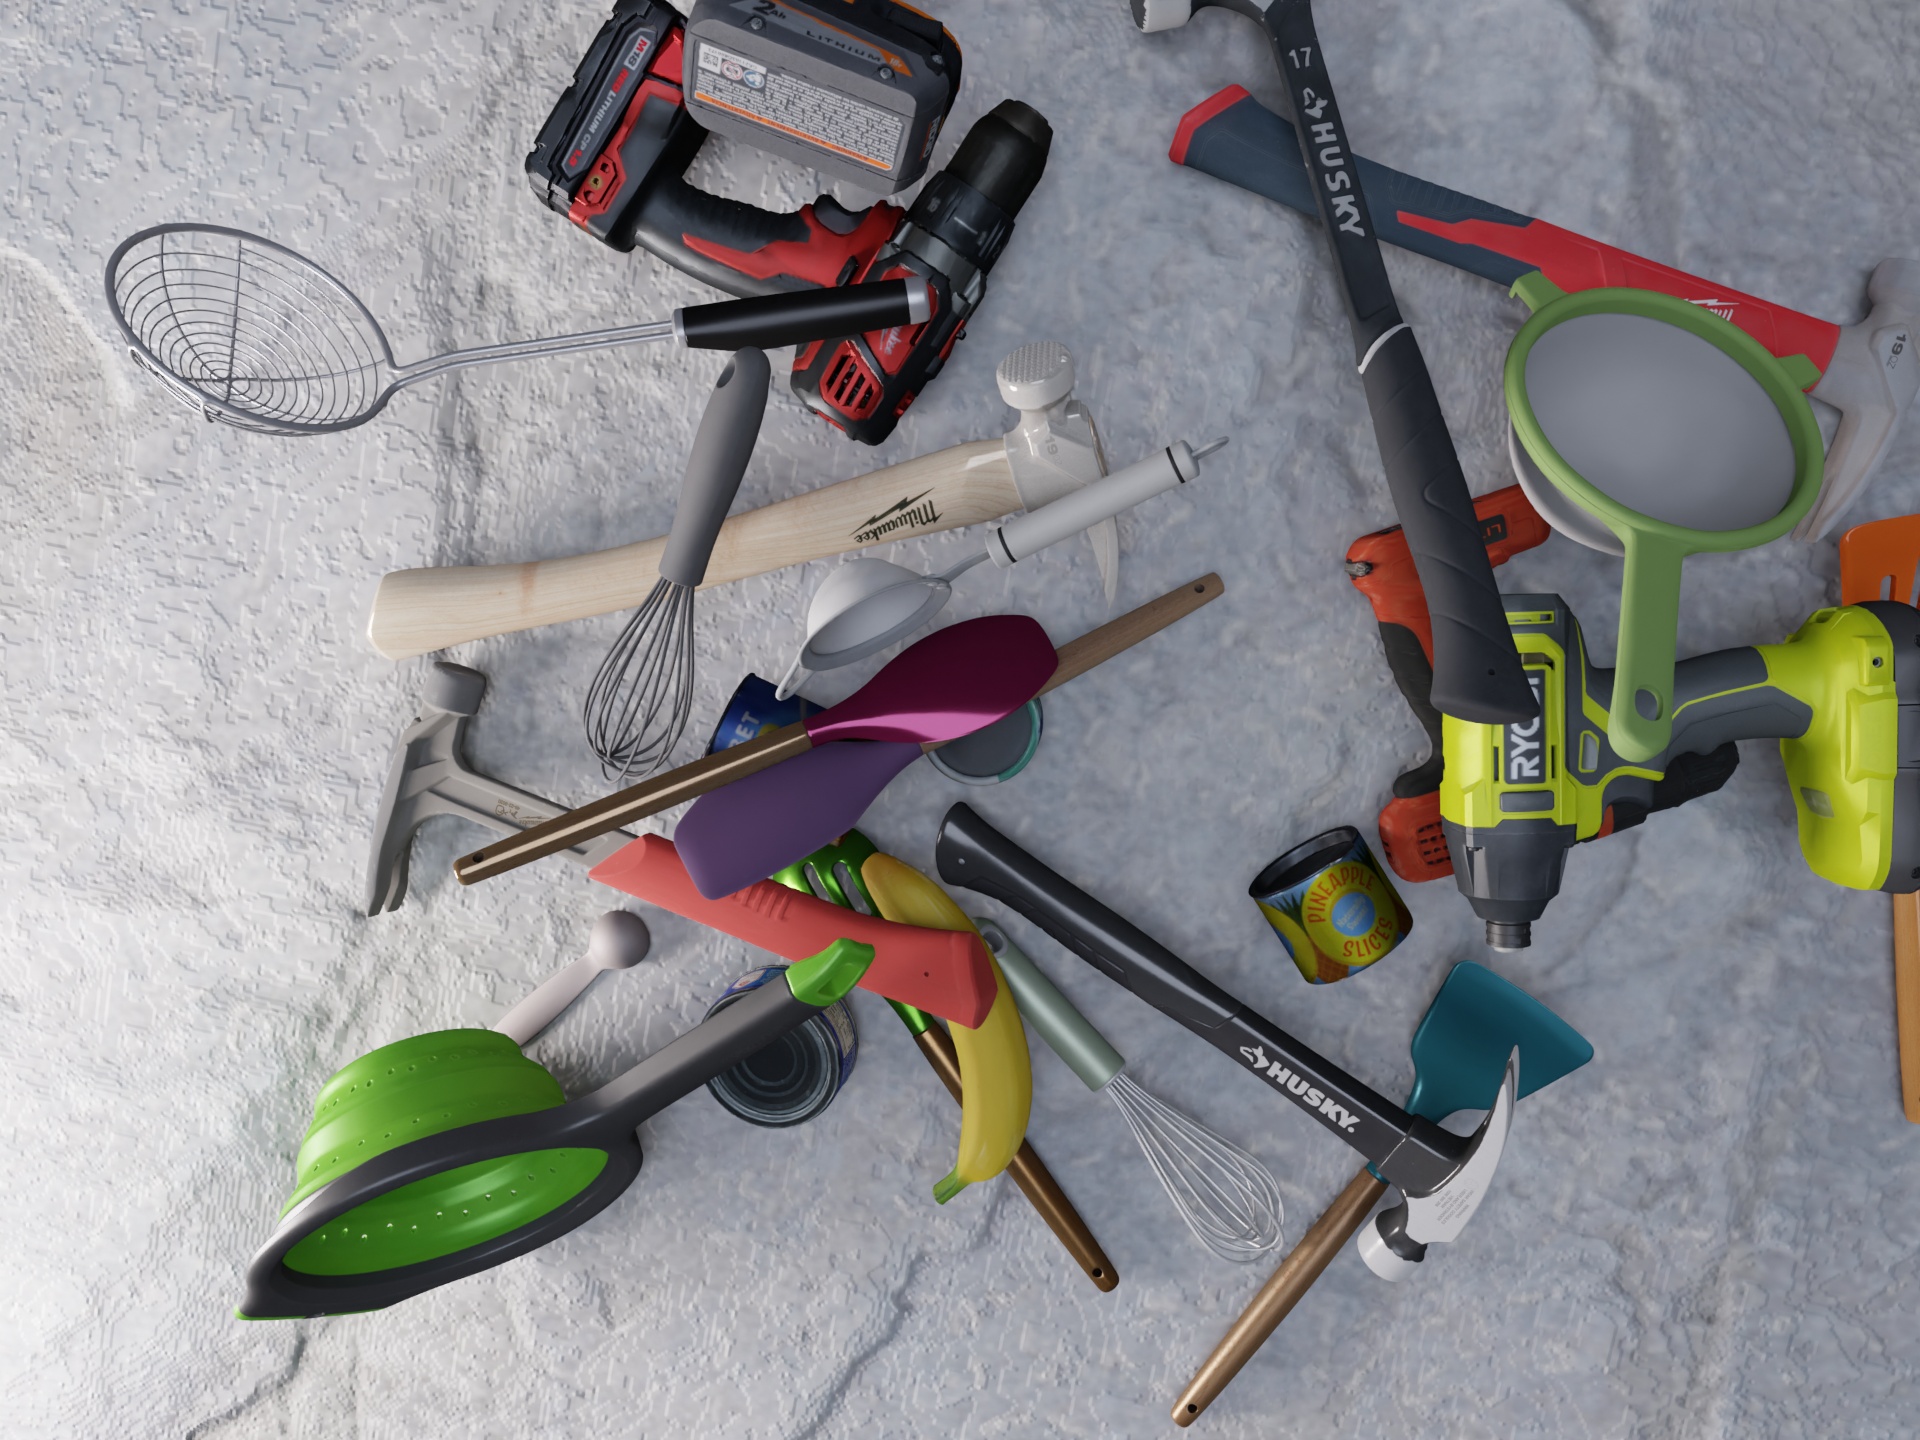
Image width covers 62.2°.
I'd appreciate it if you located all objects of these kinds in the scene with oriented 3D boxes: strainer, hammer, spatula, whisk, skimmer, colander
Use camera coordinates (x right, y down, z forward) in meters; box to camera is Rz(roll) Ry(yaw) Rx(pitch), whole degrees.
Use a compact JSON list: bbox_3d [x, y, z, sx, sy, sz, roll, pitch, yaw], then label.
[{"bbox_3d":[0.303,-0.082,0.723,0.151,0.069,0.256,17,61,0],"label":"strainer"},{"bbox_3d":[0.013,-0.083,0.783,0.258,0.086,0.050,-24,78,15],"label":"strainer"},{"bbox_3d":[0.285,-0.218,0.803,0.386,0.038,0.143,20,100,2],"label":"hammer"},{"bbox_3d":[0.210,0.270,0.866,0.082,0.044,0.317,36,100,6],"label":"spatula"},{"bbox_3d":[-0.139,-0.072,0.788,0.055,0.055,0.239,24,112,2],"label":"whisk"},{"bbox_3d":[-0.197,-0.199,0.744,0.363,0.090,0.127,-8,52,-3],"label":"skimmer"},{"bbox_3d":[0.491,0.055,0.815,0.081,0.041,0.322,-5,97,5],"label":"spatula"},{"bbox_3d":[-0.122,-0.082,0.842,0.410,0.038,0.146,-12,131,13],"label":"hammer"},{"bbox_3d":[-0.153,0.093,0.848,0.359,0.036,0.149,20,97,15],"label":"hammer"},{"bbox_3d":[-0.218,0.187,0.836,0.397,0.204,0.095,-34,62,16],"label":"colander"},{"bbox_3d":[0.087,0.201,0.871,0.246,0.059,0.058,46,62,2],"label":"whisk"},{"bbox_3d":[-0.001,-0.003,0.819,0.316,0.018,0.060,-27,72,-9],"label":"spatula"},{"bbox_3d":[0.198,-0.193,0.745,0.149,0.036,0.409,-12,78,-3],"label":"hammer"},{"bbox_3d":[0.128,0.145,0.829,0.335,0.035,0.146,34,123,12],"label":"hammer"}]

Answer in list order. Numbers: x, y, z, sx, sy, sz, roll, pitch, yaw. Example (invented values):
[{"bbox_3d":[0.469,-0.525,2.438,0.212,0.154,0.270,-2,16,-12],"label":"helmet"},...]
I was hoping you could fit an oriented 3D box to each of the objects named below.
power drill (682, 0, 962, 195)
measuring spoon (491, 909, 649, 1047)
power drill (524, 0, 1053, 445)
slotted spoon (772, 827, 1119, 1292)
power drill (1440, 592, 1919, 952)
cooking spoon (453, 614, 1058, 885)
[{"bbox_3d":[-0.026,-0.365,0.754,0.164,0.084,0.227,19,66,-5],"label":"power drill"},{"bbox_3d":[-0.228,0.154,0.904,0.124,0.018,0.034,-41,92,9],"label":"measuring spoon"},{"bbox_3d":[-0.082,-0.275,0.812,0.226,0.080,0.188,34,99,-2],"label":"power drill"},{"bbox_3d":[-0.004,0.191,0.885,0.070,0.031,0.313,-34,94,13],"label":"slotted spoon"},{"bbox_3d":[0.344,0.023,0.759,0.223,0.080,0.171,-2,95,2],"label":"power drill"},{"bbox_3d":[-0.101,0.017,0.800,0.319,0.017,0.069,-22,55,-7],"label":"cooking spoon"}]
